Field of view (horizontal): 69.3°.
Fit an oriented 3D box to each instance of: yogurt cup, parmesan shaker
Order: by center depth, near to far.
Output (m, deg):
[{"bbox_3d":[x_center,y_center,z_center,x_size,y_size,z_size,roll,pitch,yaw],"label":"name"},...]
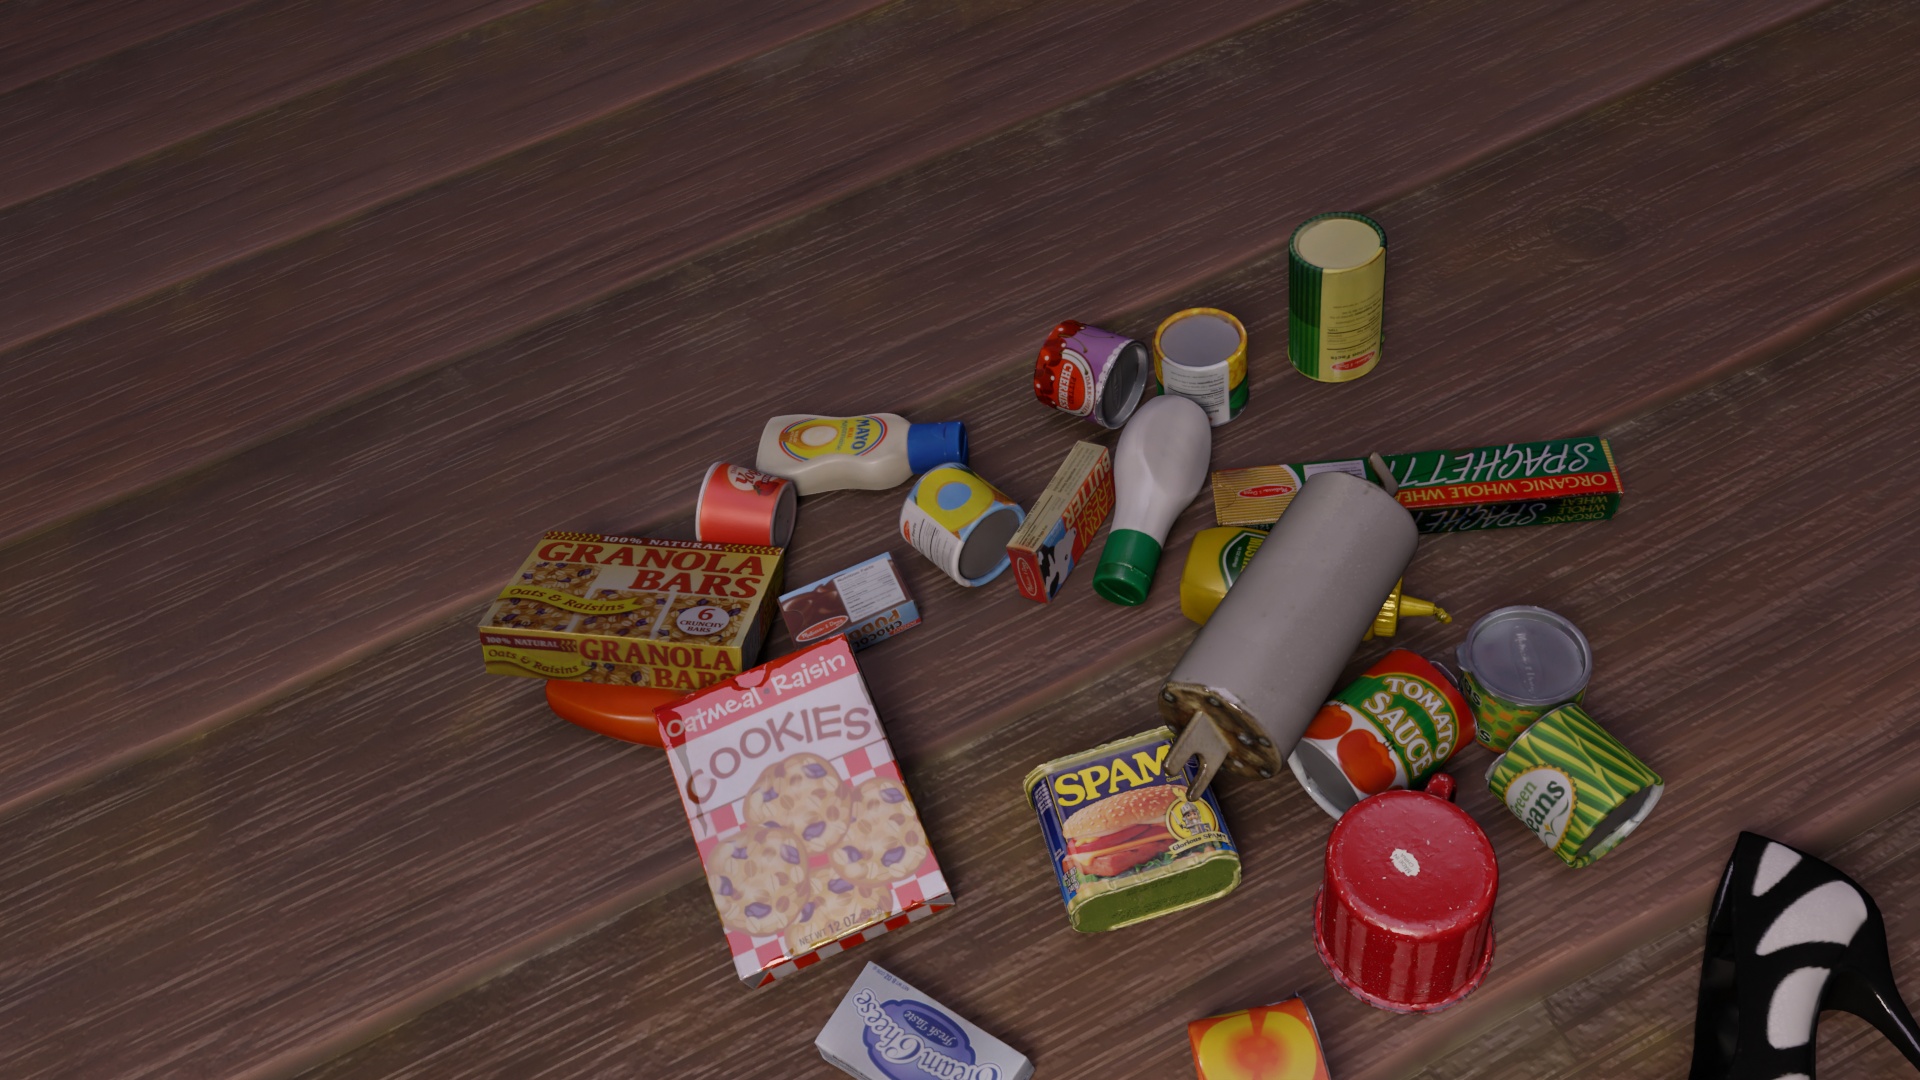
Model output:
[{"bbox_3d":[-0.148,-0.019,0.969,0.054,0.072,0.073,9,53,10],"label":"yogurt cup"},{"bbox_3d":[0.266,-0.172,0.976,0.071,0.102,0.072,-7,49,8],"label":"parmesan shaker"}]

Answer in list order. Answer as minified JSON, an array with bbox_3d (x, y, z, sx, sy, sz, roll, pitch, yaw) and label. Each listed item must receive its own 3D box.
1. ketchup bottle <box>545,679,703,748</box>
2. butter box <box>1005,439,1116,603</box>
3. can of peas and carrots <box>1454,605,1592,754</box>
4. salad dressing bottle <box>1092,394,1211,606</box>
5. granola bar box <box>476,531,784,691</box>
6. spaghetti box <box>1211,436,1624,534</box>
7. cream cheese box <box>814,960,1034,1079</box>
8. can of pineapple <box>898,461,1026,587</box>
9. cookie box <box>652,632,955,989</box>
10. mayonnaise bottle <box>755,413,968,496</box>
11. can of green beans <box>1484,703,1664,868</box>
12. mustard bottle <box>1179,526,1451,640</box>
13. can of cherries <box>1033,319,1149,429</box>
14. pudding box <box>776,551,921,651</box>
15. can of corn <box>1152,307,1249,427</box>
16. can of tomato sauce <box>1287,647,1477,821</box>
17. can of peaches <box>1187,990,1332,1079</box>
[{"bbox_3d":[-0.190,0.104,0.887,0.149,0.043,0.065,16,49,24],"label":"ketchup bottle"},{"bbox_3d":[0.069,-0.013,0.921,0.024,0.053,0.104,17,56,29],"label":"butter box"},{"bbox_3d":[0.313,0.080,0.782,0.071,0.058,0.071,-7,49,8],"label":"can of peas and carrots"},{"bbox_3d":[0.125,-0.027,0.920,0.064,0.044,0.148,32,60,-18],"label":"salad dressing bottle"},{"bbox_3d":[-0.208,0.045,0.904,0.166,0.038,0.125,4,30,4],"label":"granola bar box"},{"bbox_3d":[0.291,-0.030,0.899,0.250,0.028,0.050,-5,50,9],"label":"spaghetti box"},{"bbox_3d":[-0.019,0.269,0.722,0.104,0.024,0.053,22,60,28],"label":"cream cheese box"},{"bbox_3d":[0.003,-0.012,0.926,0.071,0.070,0.058,-38,53,-19],"label":"can of pineapple"},{"bbox_3d":[-0.092,0.151,0.798,0.123,0.040,0.168,-22,65,-6],"label":"cookie box"},{"bbox_3d":[-0.070,-0.065,1.003,0.148,0.041,0.065,-3,48,12],"label":"mayonnaise bottle"},{"bbox_3d":[0.324,0.130,0.733,0.071,0.071,0.058,-30,51,-13],"label":"can of green beans"},{"bbox_3d":[0.218,0.031,0.851,0.160,0.048,0.065,8,54,19],"label":"mustard bottle"},{"bbox_3d":[0.092,-0.119,0.994,0.058,0.071,0.072,23,59,29],"label":"can of cherries"},{"bbox_3d":[-0.074,0.046,0.918,0.084,0.030,0.050,-23,50,-7],"label":"pudding box"},{"bbox_3d":[0.171,-0.125,0.987,0.071,0.058,0.071,-6,50,8],"label":"can of corn"},{"bbox_3d":[0.232,0.109,0.769,0.083,0.071,0.071,-34,51,-15],"label":"can of tomato sauce"},{"bbox_3d":[0.144,0.257,0.667,0.058,0.071,0.071,-14,49,2],"label":"can of peaches"}]
